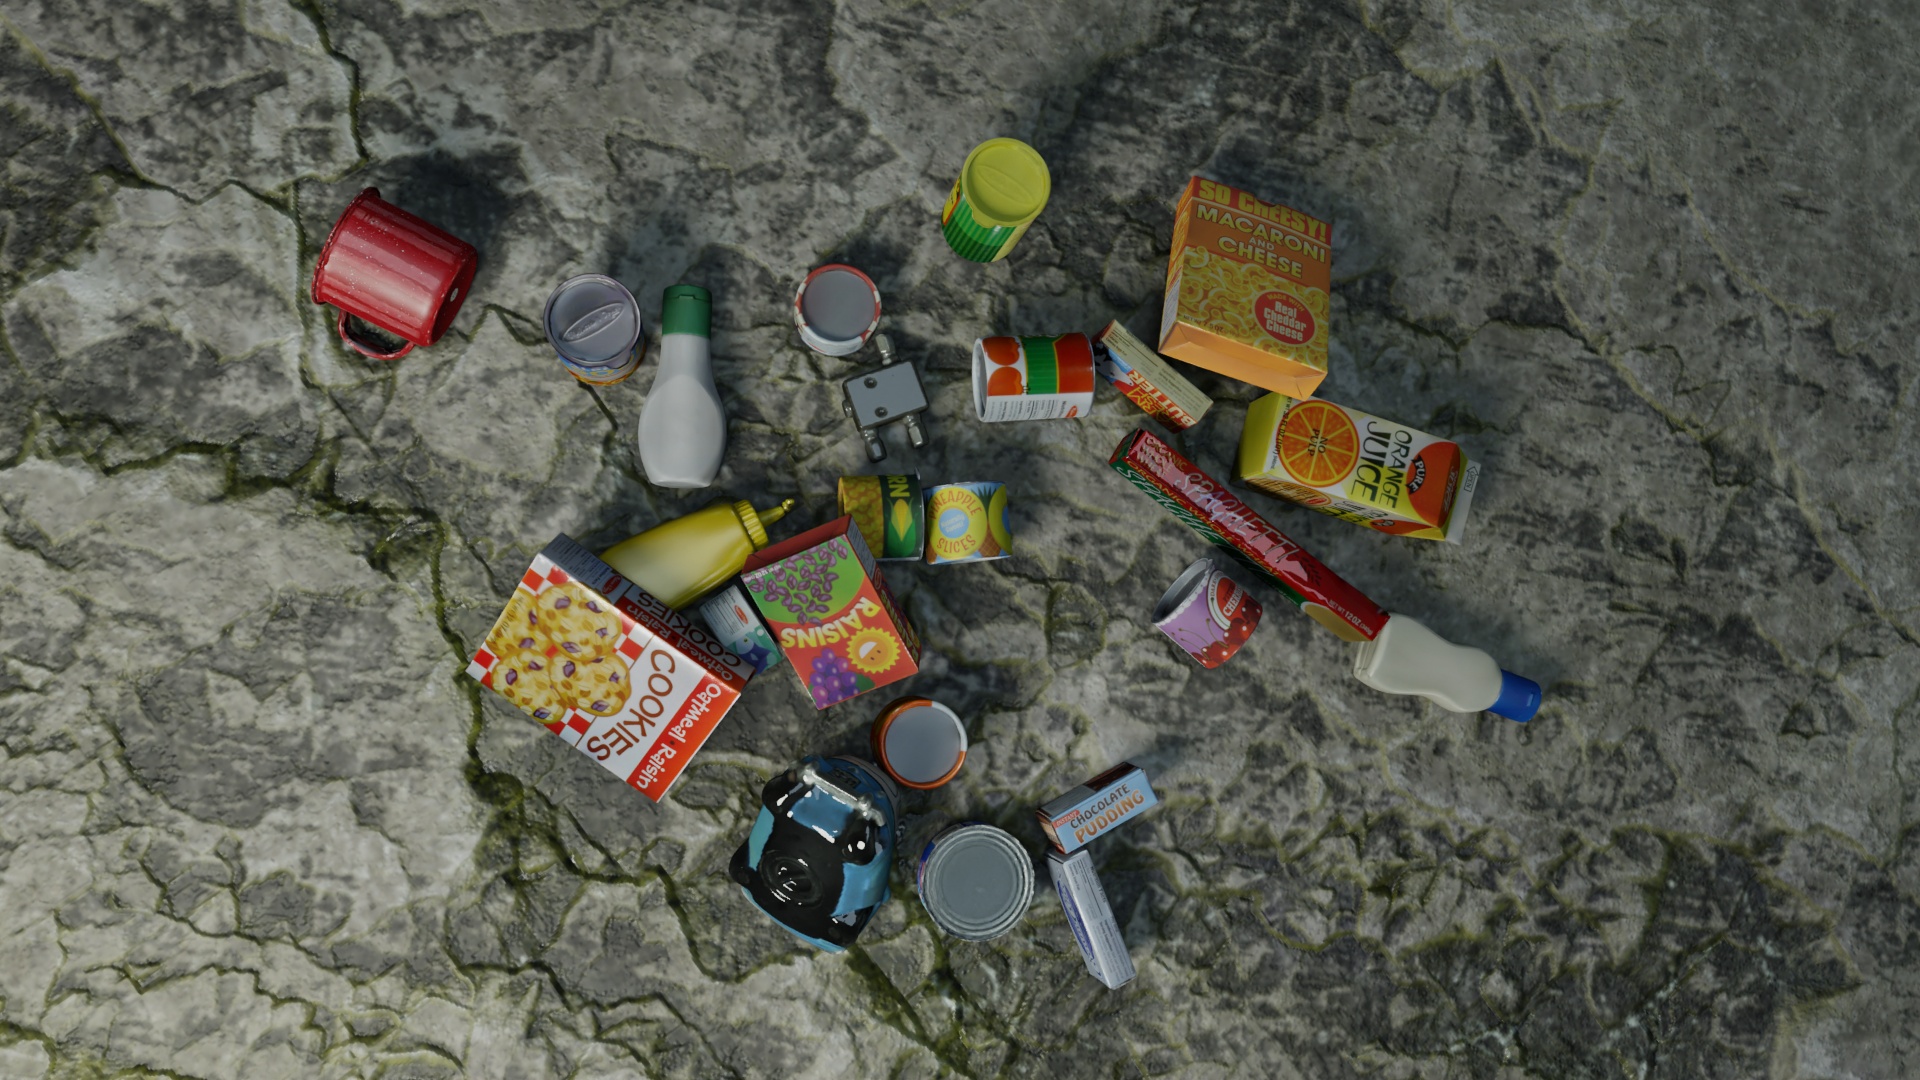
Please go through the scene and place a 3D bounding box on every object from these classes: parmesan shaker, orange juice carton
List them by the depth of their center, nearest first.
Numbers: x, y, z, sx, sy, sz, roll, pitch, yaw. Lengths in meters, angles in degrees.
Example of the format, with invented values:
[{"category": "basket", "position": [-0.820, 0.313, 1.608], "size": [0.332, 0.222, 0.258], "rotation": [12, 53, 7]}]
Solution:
[{"category": "parmesan shaker", "position": [0.023, -0.254, 1.055], "size": [0.071, 0.103, 0.071], "rotation": [1, 85, -10]}, {"category": "orange juice carton", "position": [0.322, -0.056, 1.108], "size": [0.193, 0.073, 0.072], "rotation": [16, 82, -9]}]

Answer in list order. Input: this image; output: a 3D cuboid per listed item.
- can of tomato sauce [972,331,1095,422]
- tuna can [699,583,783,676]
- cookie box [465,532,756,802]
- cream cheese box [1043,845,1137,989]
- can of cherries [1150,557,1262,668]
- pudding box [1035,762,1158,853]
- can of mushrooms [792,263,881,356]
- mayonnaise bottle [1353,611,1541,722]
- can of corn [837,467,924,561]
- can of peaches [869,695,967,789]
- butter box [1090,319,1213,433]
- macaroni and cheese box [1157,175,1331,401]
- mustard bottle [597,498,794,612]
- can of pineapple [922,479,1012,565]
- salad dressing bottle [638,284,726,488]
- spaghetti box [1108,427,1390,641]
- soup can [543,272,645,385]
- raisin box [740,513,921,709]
[{"category": "can of tomato sauce", "position": [0.055, -0.127, 1.070], "size": [0.083, 0.071, 0.071], "rotation": [-4, 86, -10]}, {"category": "tuna can", "position": [-0.160, 0.069, 1.016], "size": [0.033, 0.071, 0.071], "rotation": [-34, 92, -10]}, {"category": "cookie box", "position": [-0.246, 0.091, 0.980], "size": [0.167, 0.040, 0.122], "rotation": [36, 116, -6]}, {"category": "cream cheese box", "position": [0.097, 0.282, 1.050], "size": [0.024, 0.053, 0.104], "rotation": [-22, 90, -13]}, {"category": "can of cherries", "position": [0.192, 0.056, 1.077], "size": [0.058, 0.071, 0.071], "rotation": [40, 80, -5]}, {"category": "pudding box", "position": [0.104, 0.203, 1.059], "size": [0.084, 0.049, 0.030], "rotation": [-27, 92, -11]}, {"category": "can of mushrooms", "position": [-0.094, -0.179, 1.063], "size": [0.071, 0.033, 0.071], "rotation": [1, 86, -9]}, {"category": "mayonnaise bottle", "position": [0.396, 0.108, 1.125], "size": [0.148, 0.041, 0.065], "rotation": [20, 84, -9]}, {"category": "can of corn", "position": [-0.060, -0.019, 1.039], "size": [0.058, 0.071, 0.071], "rotation": [-2, 86, -10]}, {"category": "can of peaches", "position": [-0.033, 0.152, 1.034], "size": [0.071, 0.058, 0.071], "rotation": [1, 85, -11]}, {"category": "butter box", "position": [0.146, -0.127, 1.092], "size": [0.103, 0.053, 0.024], "rotation": [39, 78, -6]}, {"category": "macaroni and cheese box", "position": [0.225, -0.200, 1.083], "size": [0.124, 0.040, 0.167], "rotation": [17, 55, -8]}, {"category": "mustard bottle", "position": [-0.193, 0.009, 1.022], "size": [0.160, 0.048, 0.065], "rotation": [-27, 91, -12]}, {"category": "can of pineapple", "position": [0.004, -0.013, 1.049], "size": [0.071, 0.071, 0.058], "rotation": [-6, 87, -11]}, {"category": "salad dressing bottle", "position": [-0.205, -0.114, 1.034], "size": [0.064, 0.044, 0.147], "rotation": [2, 84, -8]}, {"category": "spaghetti box", "position": [0.226, -0.002, 1.098], "size": [0.250, 0.050, 0.029], "rotation": [36, 80, -5]}, {"category": "soup can", "position": [-0.261, -0.148, 1.005], "size": [0.071, 0.083, 0.071], "rotation": [1, 86, -10]}, {"category": "raisin box", "position": [-0.092, 0.053, 1.009], "size": [0.086, 0.040, 0.123], "rotation": [-23, 112, 10]}]
